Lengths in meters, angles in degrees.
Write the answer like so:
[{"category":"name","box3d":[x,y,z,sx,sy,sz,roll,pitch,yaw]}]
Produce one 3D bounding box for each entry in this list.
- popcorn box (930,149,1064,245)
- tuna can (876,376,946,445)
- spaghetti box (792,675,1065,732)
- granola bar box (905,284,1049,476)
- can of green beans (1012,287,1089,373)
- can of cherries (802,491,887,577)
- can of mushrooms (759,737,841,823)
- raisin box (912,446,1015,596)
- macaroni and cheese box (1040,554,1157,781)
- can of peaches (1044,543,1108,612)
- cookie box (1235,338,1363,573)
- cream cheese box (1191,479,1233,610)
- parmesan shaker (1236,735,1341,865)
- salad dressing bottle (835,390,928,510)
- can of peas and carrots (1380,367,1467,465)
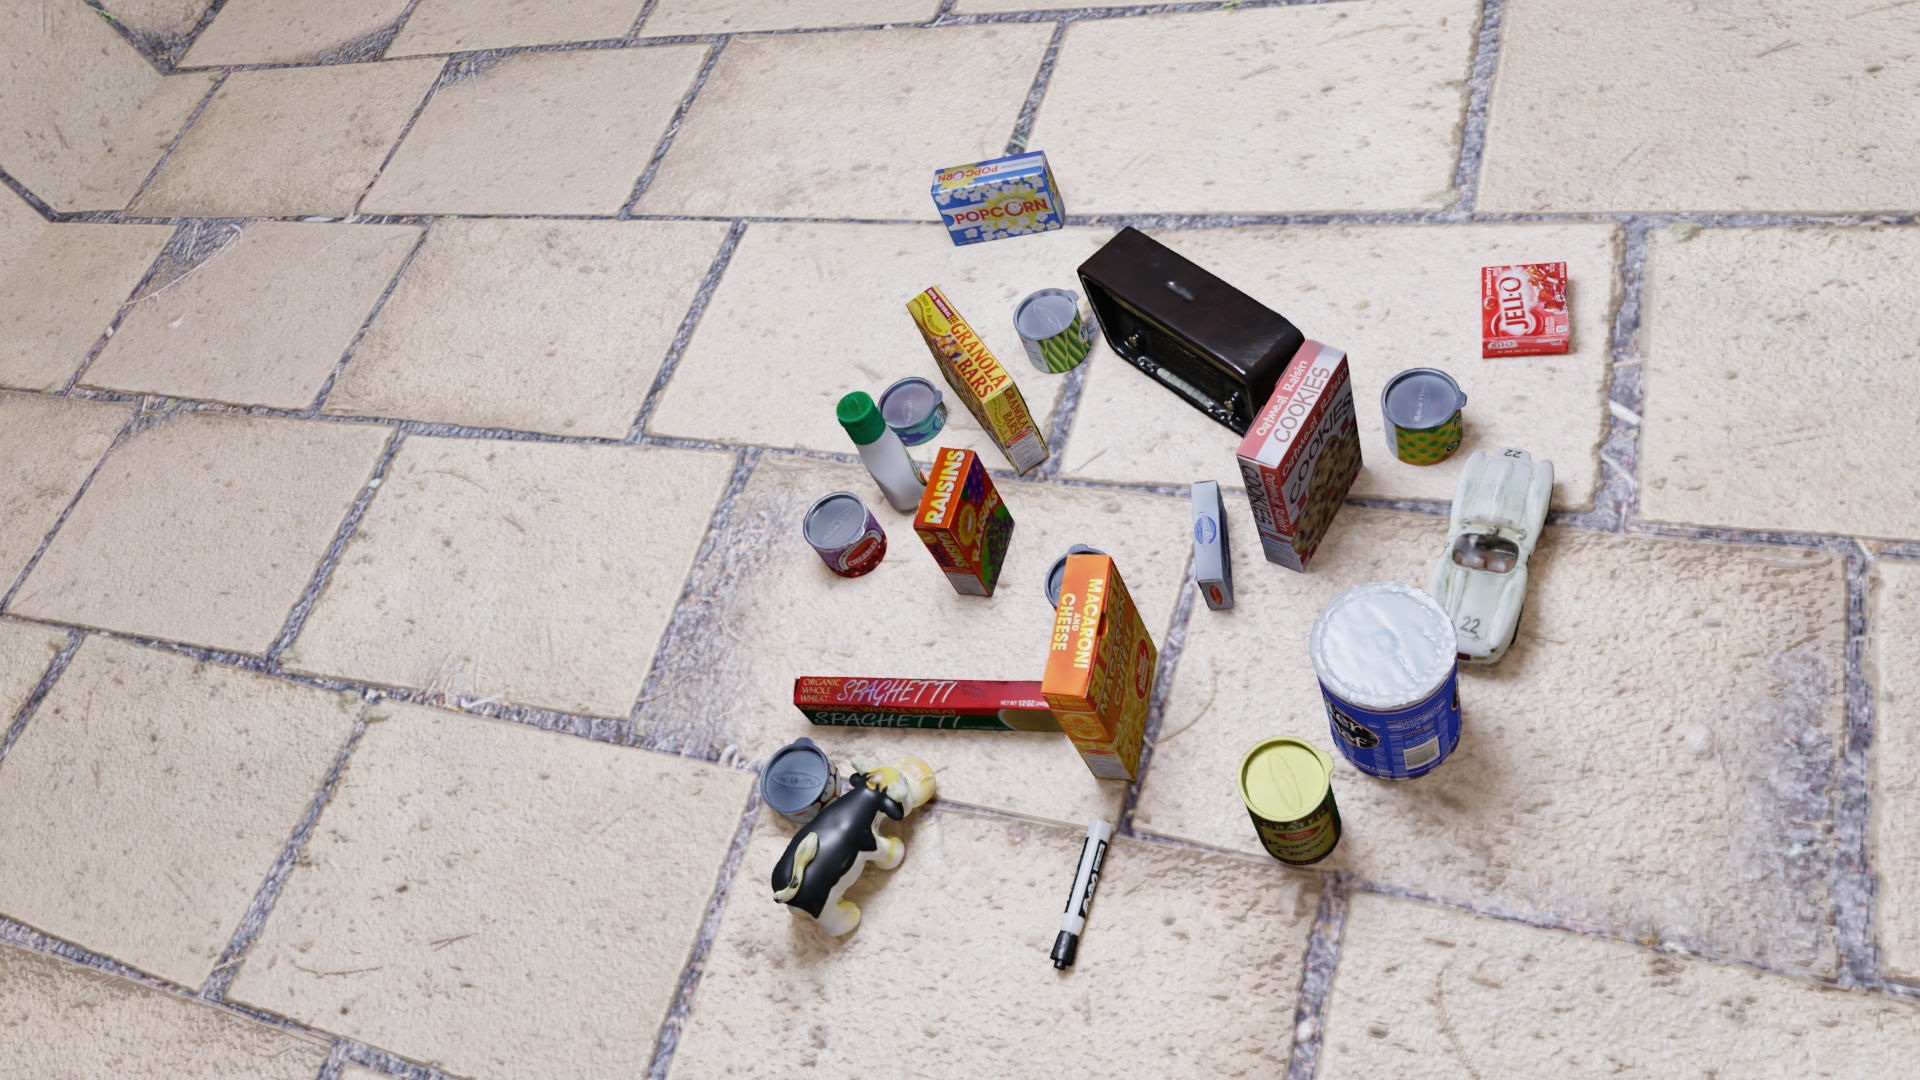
[{"category":"popcorn box","box3d":[0.042,-0.371,1.509,0.126,0.085,0.038,-6,57,18]},{"category":"tuna can","box3d":[-0.047,-0.133,1.421,0.071,0.032,0.071,-10,56,15]},{"category":"spaghetti box","box3d":[-0.028,0.144,1.223,0.250,0.050,0.029,-1,59,21]},{"category":"granola bar box","box3d":[0.017,-0.157,1.355,0.039,0.123,0.166,-34,53,-1]},{"category":"can of green beans","box3d":[0.093,-0.211,1.402,0.071,0.057,0.071,-10,56,15]},{"category":"can of cherries","box3d":[-0.110,-0.004,1.346,0.071,0.058,0.072,-10,56,15]},{"category":"can of mushrooms","box3d":[-0.140,0.213,1.232,0.071,0.033,0.071,-10,56,15]},{"category":"raisin box","box3d":[0.005,-0.016,1.268,0.040,0.123,0.086,6,61,25]},{"category":"macaroni and cheese box","box3d":[0.116,0.104,1.119,0.040,0.166,0.124,1,59,22]},{"category":"can of peaches","box3d":[0.113,0.047,1.225,0.071,0.058,0.071,-10,56,15]},{"category":"cookie box","box3d":[0.287,-0.068,1.164,0.040,0.166,0.123,22,69,31]},{"category":"cream cheese box","box3d":[0.220,0.004,1.214,0.024,0.053,0.104,-8,56,17]},{"category":"parmesan shaker","box3d":[0.252,0.197,1.045,0.071,0.102,0.071,-10,56,15]},{"category":"salad dressing bottle","box3d":[-0.075,-0.085,1.329,0.044,0.147,0.064,-32,53,0]},{"category":"can of peas and carrots","box3d":[0.405,-0.108,1.211,0.071,0.058,0.071,-10,56,15]}]
